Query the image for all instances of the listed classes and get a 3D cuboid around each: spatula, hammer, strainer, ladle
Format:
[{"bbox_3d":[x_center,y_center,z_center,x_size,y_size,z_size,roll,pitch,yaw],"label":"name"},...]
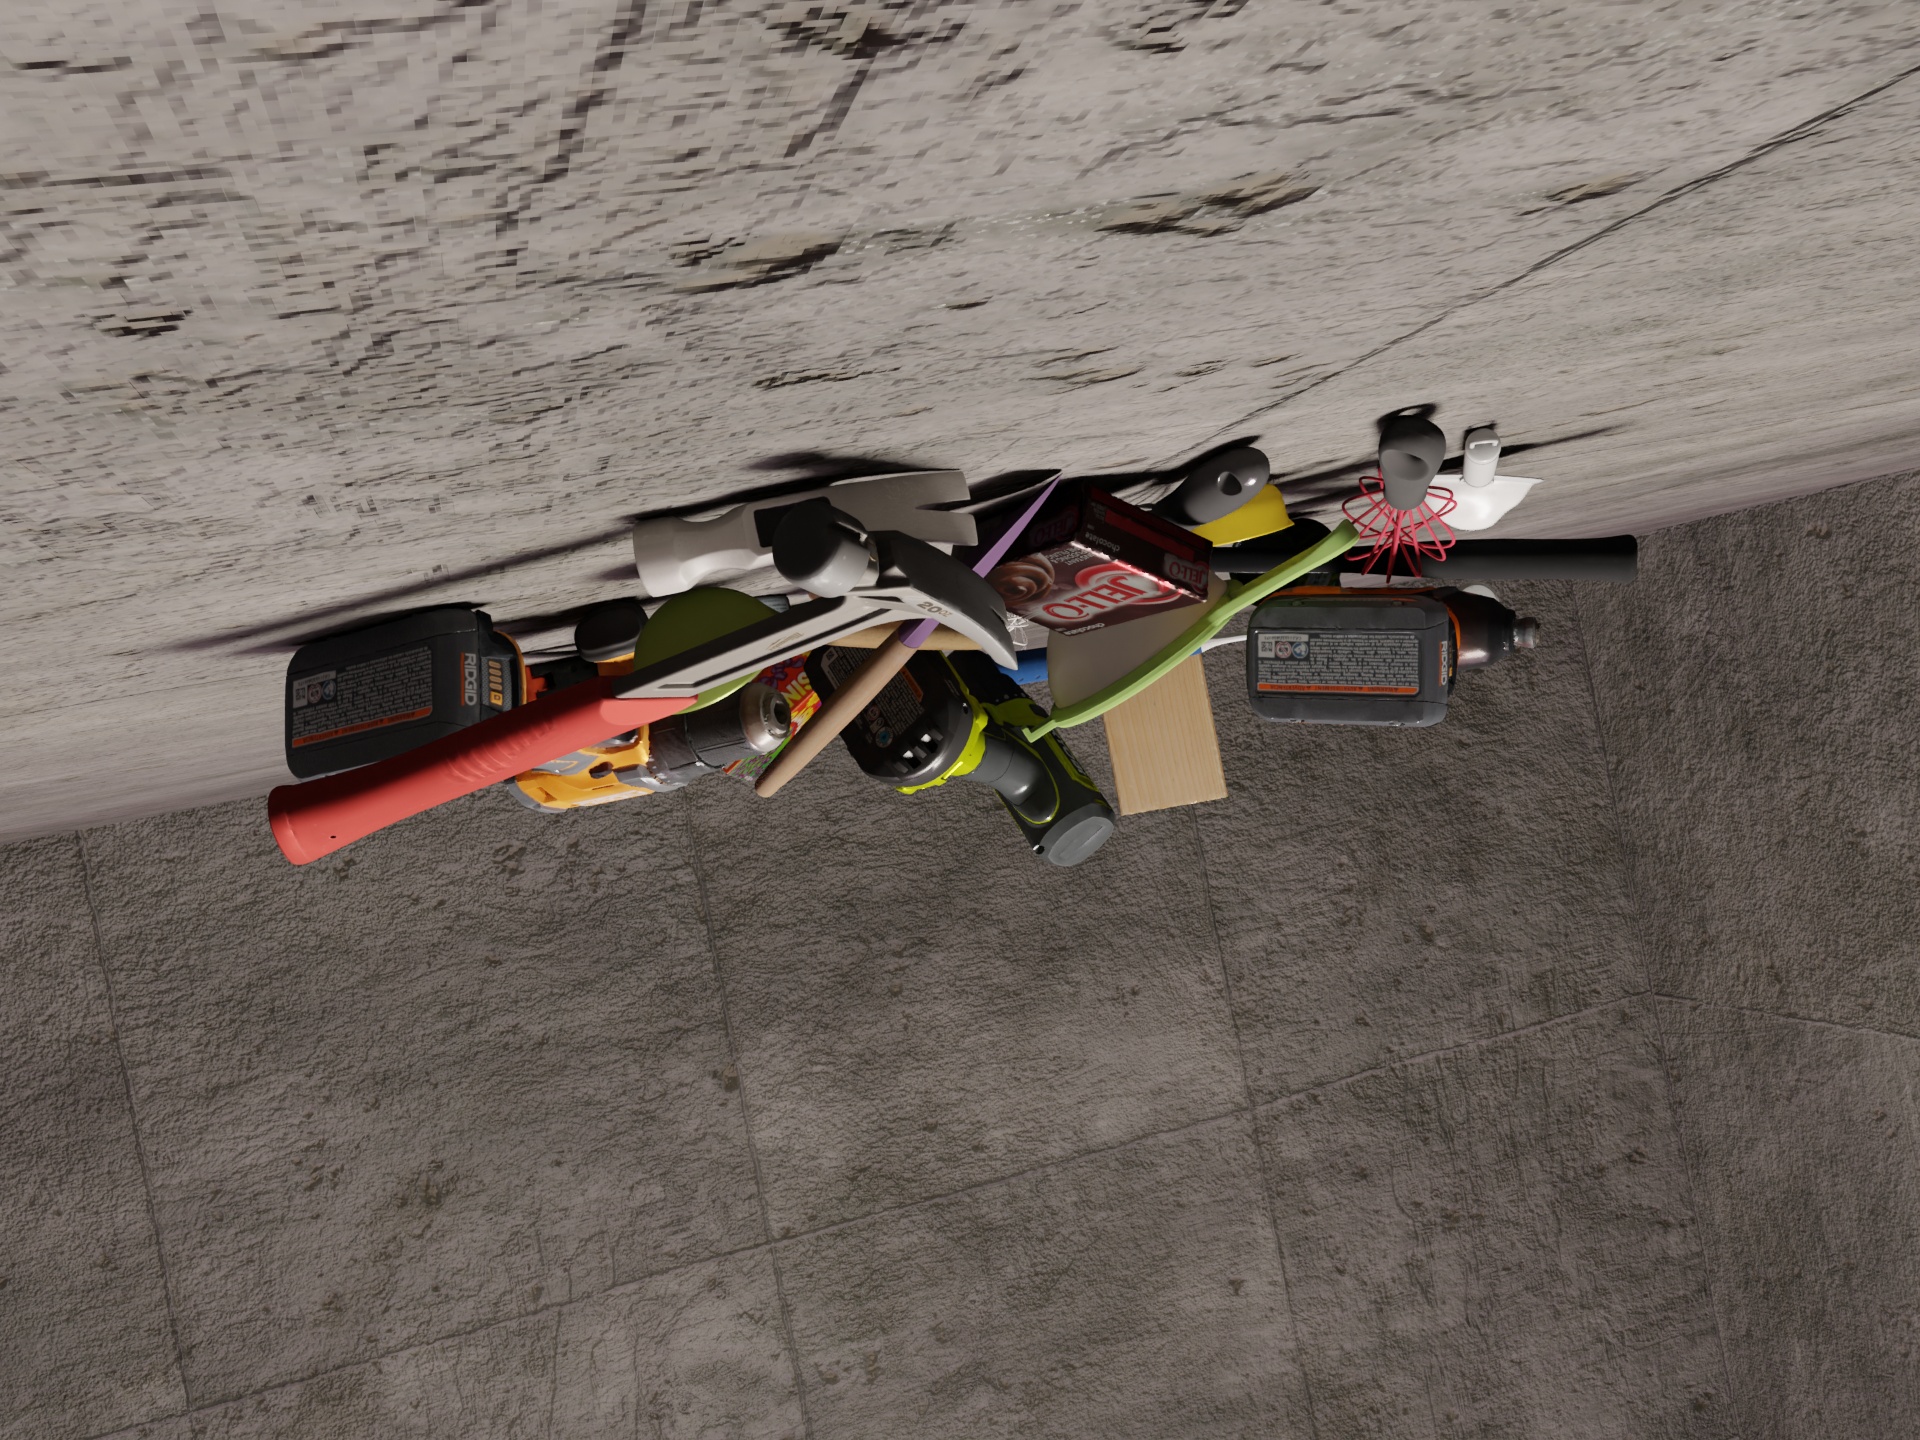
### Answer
[{"bbox_3d":[-0.037,-0.033,0.826,0.316,0.018,0.060,-43,-175,47],"label":"spatula"},{"bbox_3d":[0.279,-0.109,1.078,0.335,0.035,0.146,3,-175,28],"label":"hammer"},{"bbox_3d":[0.133,-0.082,0.982,0.151,0.069,0.256,-43,-172,-40],"label":"strainer"},{"bbox_3d":[0.316,-0.149,0.977,0.087,0.050,0.258,4,-179,17],"label":"strainer"},{"bbox_3d":[-0.158,0.000,0.691,0.359,0.037,0.149,-19,159,25],"label":"hammer"},{"bbox_3d":[0.198,-0.062,1.240,0.405,0.035,0.144,-8,-178,8],"label":"hammer"},{"bbox_3d":[-0.050,-0.079,0.772,0.130,0.031,0.331,-11,-179,5],"label":"hammer"},{"bbox_3d":[-0.210,-0.023,1.041,0.127,0.034,0.337,-15,172,-13],"label":"hammer"},{"bbox_3d":[-0.061,-0.037,0.889,0.078,0.062,0.320,-7,178,31],"label":"ladle"}]

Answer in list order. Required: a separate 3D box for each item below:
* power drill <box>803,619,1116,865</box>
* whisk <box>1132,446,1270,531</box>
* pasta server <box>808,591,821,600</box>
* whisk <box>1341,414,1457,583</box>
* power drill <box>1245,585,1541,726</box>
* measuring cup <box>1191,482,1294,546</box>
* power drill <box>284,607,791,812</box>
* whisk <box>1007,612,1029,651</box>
[{"bbox_3d":[-0.002,-0.004,1.096,0.080,0.191,0.228,-43,146,14],"label":"power drill"},{"bbox_3d":[0.114,-0.105,0.849,0.055,0.055,0.239,-11,176,-12],"label":"whisk"},{"bbox_3d":[-0.071,-0.072,1.143,0.060,0.040,0.316,-45,176,2],"label":"pasta server"},{"bbox_3d":[0.245,-0.124,0.881,0.073,0.073,0.295,-11,174,13],"label":"whisk"},{"bbox_3d":[0.283,-0.050,1.030,0.164,0.084,0.226,2,-170,24],"label":"power drill"},{"bbox_3d":[0.170,-0.131,0.960,0.062,0.029,0.156,-12,-168,17],"label":"measuring cup"},{"bbox_3d":[-0.218,0.001,0.861,0.185,0.084,0.226,-11,166,25],"label":"power drill"},{"bbox_3d":[0.004,-0.075,1.271,0.058,0.059,0.246,-29,174,23],"label":"whisk"}]
